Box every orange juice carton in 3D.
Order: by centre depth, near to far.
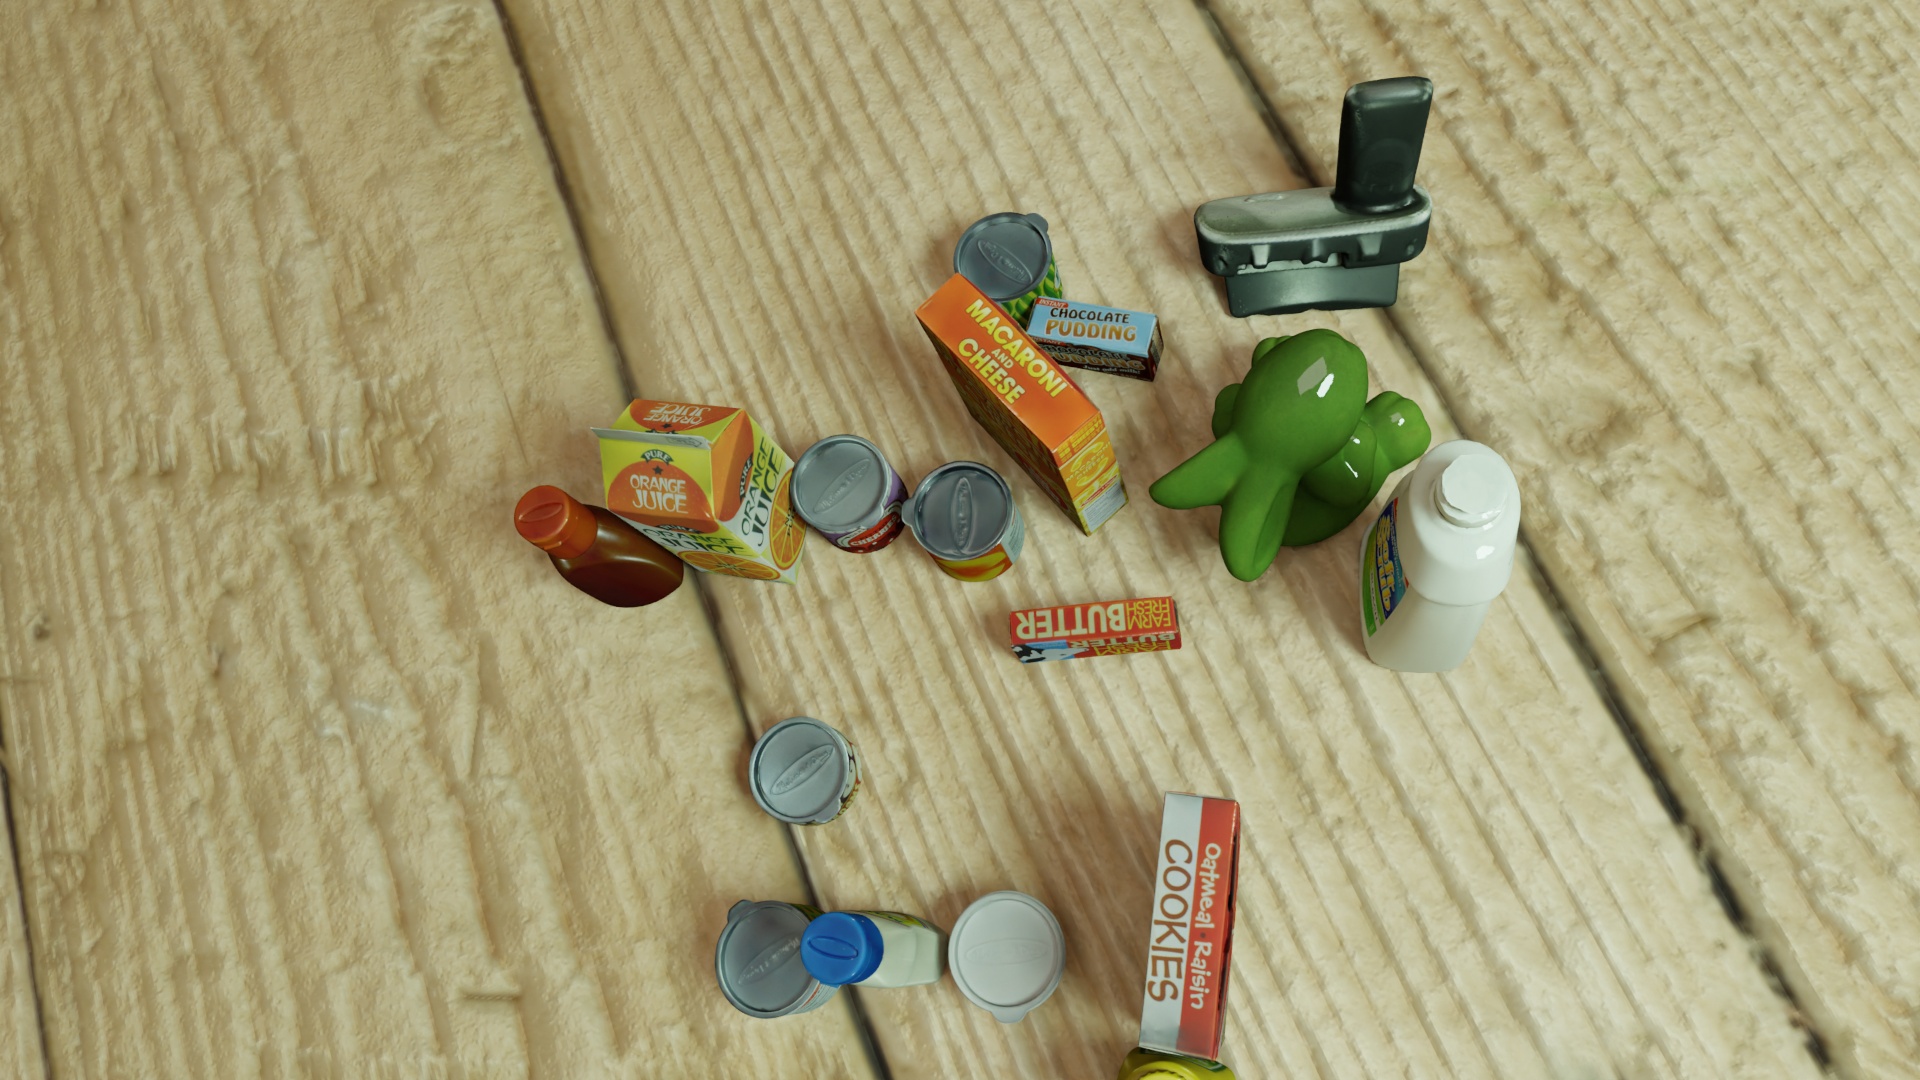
[{"bbox_3d":[-0.157,-0.034,0.863,0.072,0.192,0.073,7,75,14],"label":"orange juice carton"}]

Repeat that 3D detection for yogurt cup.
[{"bbox_3d":[0.031,0.241,0.813,0.072,0.054,0.072,-3,73,11],"label":"yogurt cup"}]

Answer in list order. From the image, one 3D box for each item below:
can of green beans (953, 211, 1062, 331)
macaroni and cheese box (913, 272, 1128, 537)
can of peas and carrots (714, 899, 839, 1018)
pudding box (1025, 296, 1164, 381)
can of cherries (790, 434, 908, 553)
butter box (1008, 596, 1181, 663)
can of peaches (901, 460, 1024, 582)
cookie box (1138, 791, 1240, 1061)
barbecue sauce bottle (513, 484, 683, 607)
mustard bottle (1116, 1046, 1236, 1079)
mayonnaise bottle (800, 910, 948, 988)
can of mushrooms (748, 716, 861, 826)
[{"bbox_3d":[0.033,-0.179,0.940,0.071,0.057,0.071,-3,73,11],"label":"can of green beans"},{"bbox_3d":[0.042,-0.079,0.850,0.040,0.166,0.124,-42,70,-2],"label":"macaroni and cheese box"},{"bbox_3d":[-0.108,0.250,0.837,0.071,0.058,0.071,-3,73,11],"label":"can of peas and carrots"},{"bbox_3d":[0.089,-0.134,0.919,0.084,0.049,0.030,12,77,15],"label":"pudding box"},{"bbox_3d":[-0.070,-0.027,0.915,0.071,0.058,0.071,-3,73,11],"label":"can of cherries"},{"bbox_3d":[0.084,0.056,0.860,0.103,0.053,0.024,-6,73,10],"label":"butter box"},{"bbox_3d":[0.003,-0.011,0.894,0.071,0.058,0.071,-3,73,11],"label":"can of peaches"},{"bbox_3d":[0.127,0.206,0.743,0.040,0.167,0.123,4,75,13],"label":"cookie box"},{"bbox_3d":[-0.233,0.005,0.891,0.065,0.148,0.044,-16,71,7],"label":"barbecue sauce bottle"},{"bbox_3d":[0.110,0.294,0.724,0.065,0.160,0.049,8,76,14],"label":"mustard bottle"},{"bbox_3d":[-0.051,0.230,0.783,0.065,0.147,0.041,10,76,15],"label":"mayonnaise bottle"},{"bbox_3d":[-0.097,0.149,0.879,0.071,0.033,0.071,-3,73,11],"label":"can of mushrooms"}]
